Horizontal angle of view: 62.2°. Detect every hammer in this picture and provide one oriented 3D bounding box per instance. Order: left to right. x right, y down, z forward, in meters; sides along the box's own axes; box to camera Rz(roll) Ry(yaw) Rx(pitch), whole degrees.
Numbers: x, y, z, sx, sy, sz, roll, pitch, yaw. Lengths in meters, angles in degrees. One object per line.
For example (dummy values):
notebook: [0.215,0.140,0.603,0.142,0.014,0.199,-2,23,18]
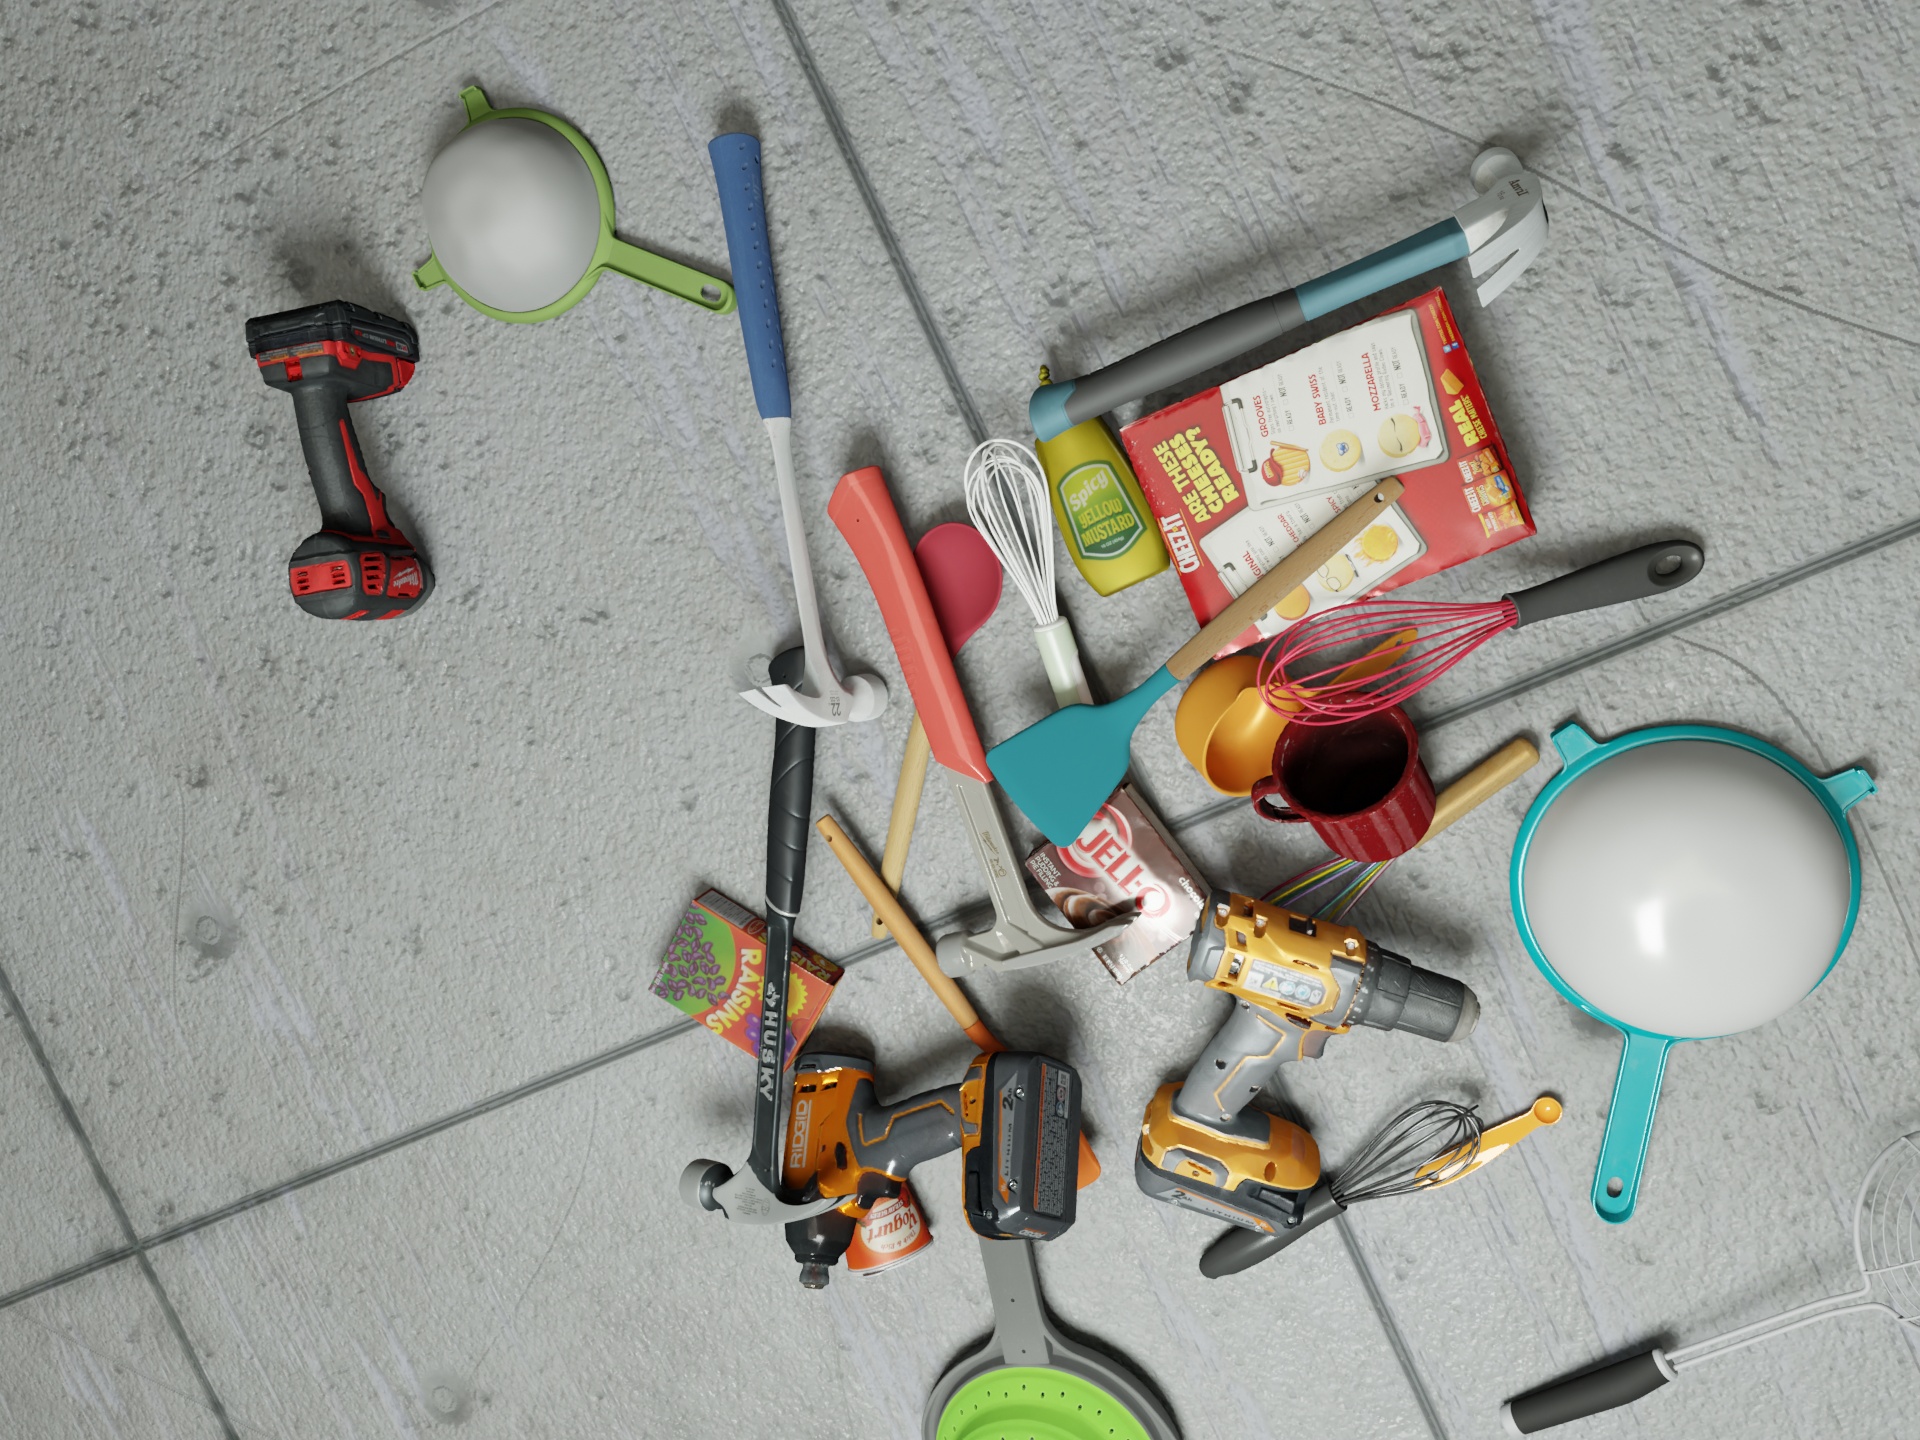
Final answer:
hammer: [-0.126,-0.195,1.085,0.035,0.144,0.405,-9,91,26]
hammer: [-0.125,0.150,1.126,0.149,0.036,0.409,0,84,40]
hammer: [-0.002,-0.003,1.089,0.149,0.036,0.359,-18,93,26]
hammer: [0.196,-0.251,0.980,0.331,0.128,0.033,-21,126,16]

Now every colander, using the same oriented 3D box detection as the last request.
colander: [0.042,0.488,1.150,0.204,0.094,0.397,-8,102,19]

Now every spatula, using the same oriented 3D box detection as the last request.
spatula: [-0.010,0.204,1.150,0.081,0.041,0.322,-33,95,36]
spatula: [0.151,-0.043,1.001,0.317,0.044,0.082,-42,85,27]

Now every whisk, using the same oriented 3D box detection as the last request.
whisk: [0.059,-0.073,1.079,0.059,0.058,0.246,-12,107,28]
whisk: [0.262,0.331,1.111,0.239,0.055,0.055,-38,89,22]
whisk: [0.282,0.092,1.066,0.245,0.051,0.047,-38,93,12]
whisk: [0.323,-0.061,0.986,0.296,0.073,0.073,-17,96,-4]

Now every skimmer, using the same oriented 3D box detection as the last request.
skimmer: [0.525,0.390,1.060,0.363,0.090,0.127,-36,93,27]

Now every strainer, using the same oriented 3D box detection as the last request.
strainer: [-0.279,-0.340,1.118,0.256,0.069,0.151,24,105,11]
strainer: [0.450,0.175,1.007,0.211,0.095,0.340,10,101,12]

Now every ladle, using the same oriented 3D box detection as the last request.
ladle: [-0.027,0.012,1.137,0.069,0.031,0.315,17,105,15]

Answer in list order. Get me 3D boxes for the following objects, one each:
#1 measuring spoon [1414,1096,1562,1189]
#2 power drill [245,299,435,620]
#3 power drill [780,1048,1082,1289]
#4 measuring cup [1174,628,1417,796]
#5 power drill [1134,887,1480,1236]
measuring spoon: [0.362,0.292,1.096,0.117,0.011,0.021,-38,87,21]
power drill: [-0.438,-0.181,1.157,0.078,0.143,0.219,-8,91,11]
power drill: [-0.032,0.311,1.105,0.226,0.084,0.164,-12,62,34]
measuring cup: [0.220,-0.022,1.056,0.173,0.052,0.095,-33,131,-8]
power drill: [0.224,0.233,1.059,0.185,0.084,0.226,16,116,5]
